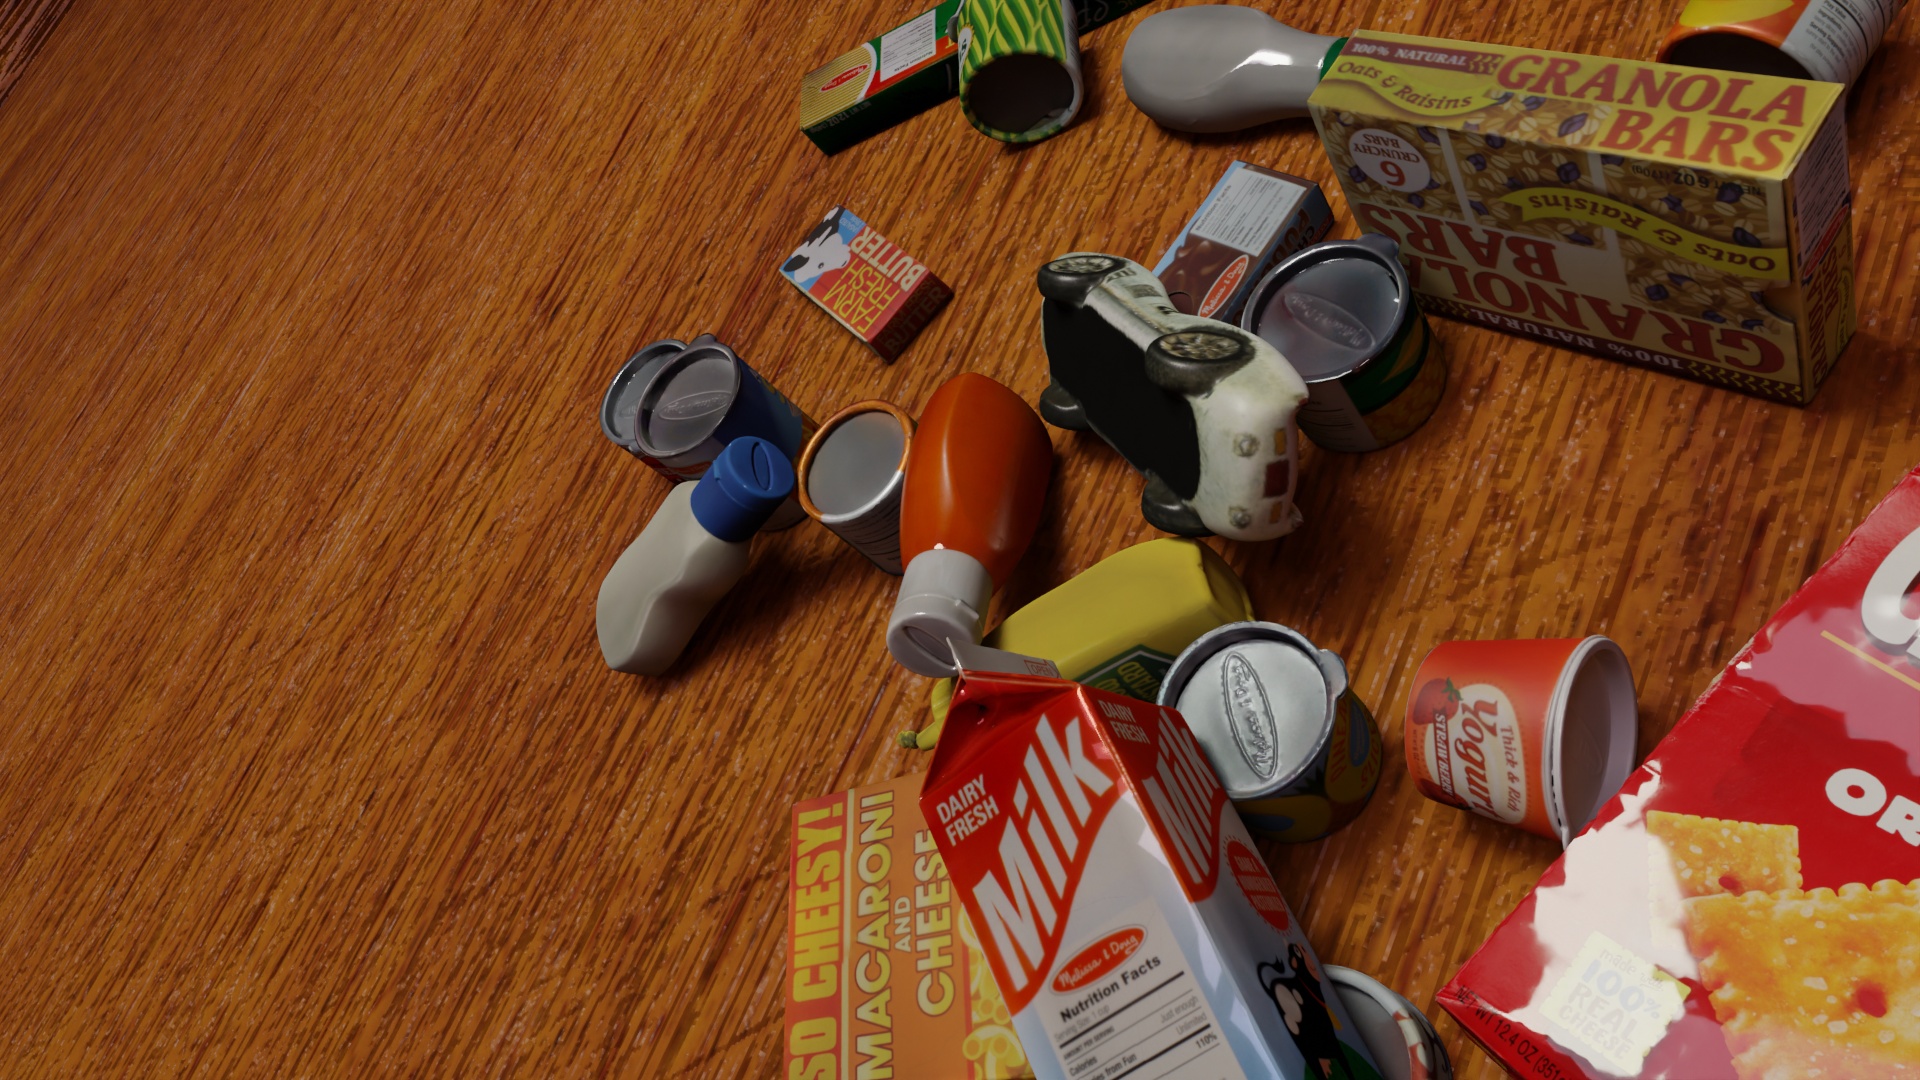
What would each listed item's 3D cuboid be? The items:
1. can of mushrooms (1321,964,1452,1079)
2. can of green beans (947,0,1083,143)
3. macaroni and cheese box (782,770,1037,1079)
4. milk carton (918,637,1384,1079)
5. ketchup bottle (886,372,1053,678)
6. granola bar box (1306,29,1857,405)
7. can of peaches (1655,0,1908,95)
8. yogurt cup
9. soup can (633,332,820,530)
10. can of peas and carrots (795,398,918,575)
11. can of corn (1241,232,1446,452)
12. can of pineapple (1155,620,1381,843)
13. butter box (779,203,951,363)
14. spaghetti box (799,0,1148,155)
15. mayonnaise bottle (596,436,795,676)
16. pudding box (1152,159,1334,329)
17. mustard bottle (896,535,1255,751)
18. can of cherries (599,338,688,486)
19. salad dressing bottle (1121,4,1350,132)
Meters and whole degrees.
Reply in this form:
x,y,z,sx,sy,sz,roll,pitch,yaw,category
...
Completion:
x,y,z,sx,sy,sz,roll,pitch,yaw,category
0.121,0.175,0.449,0.071,0.033,0.071,-16,56,25,can of mushrooms
0.031,-0.256,0.742,0.071,0.071,0.058,-18,56,26,can of green beans
0.012,0.148,0.535,0.166,0.040,0.124,-18,56,25,macaroni and cheese box
0.052,0.113,0.441,0.073,0.072,0.191,-39,59,21,milk carton
0.002,-0.007,0.587,0.043,0.064,0.150,-35,26,34,ketchup bottle
0.218,-0.115,0.492,0.166,0.124,0.039,27,79,42,granola bar box
0.303,-0.191,0.519,0.071,0.071,0.058,29,83,42,can of peaches
0.182,0.062,0.454,0.054,0.072,0.072,4,66,45,yogurt cup
-0.113,-0.054,0.710,0.071,0.083,0.071,-16,56,26,soup can
-0.036,-0.027,0.659,0.071,0.058,0.071,-16,56,26,can of peas and carrots
0.156,-0.079,0.557,0.071,0.058,0.071,-17,56,26,can of corn
0.113,0.070,0.500,0.071,0.057,0.071,-16,56,26,can of pineapple
-0.053,-0.142,0.761,0.053,0.024,0.104,-49,48,1,butter box
0.016,-0.295,0.801,0.249,0.028,0.050,-18,55,25,spaghetti box
-0.132,0.007,0.680,0.147,0.041,0.065,-44,46,38,mayonnaise bottle
0.123,-0.127,0.628,0.050,0.030,0.084,32,85,41,pudding box
0.039,0.055,0.559,0.160,0.065,0.049,-30,45,24,mustard bottle
-0.154,-0.065,0.762,0.071,0.058,0.072,-16,56,25,can of cherries
0.147,-0.221,0.659,0.148,0.044,0.064,22,76,39,salad dressing bottle
